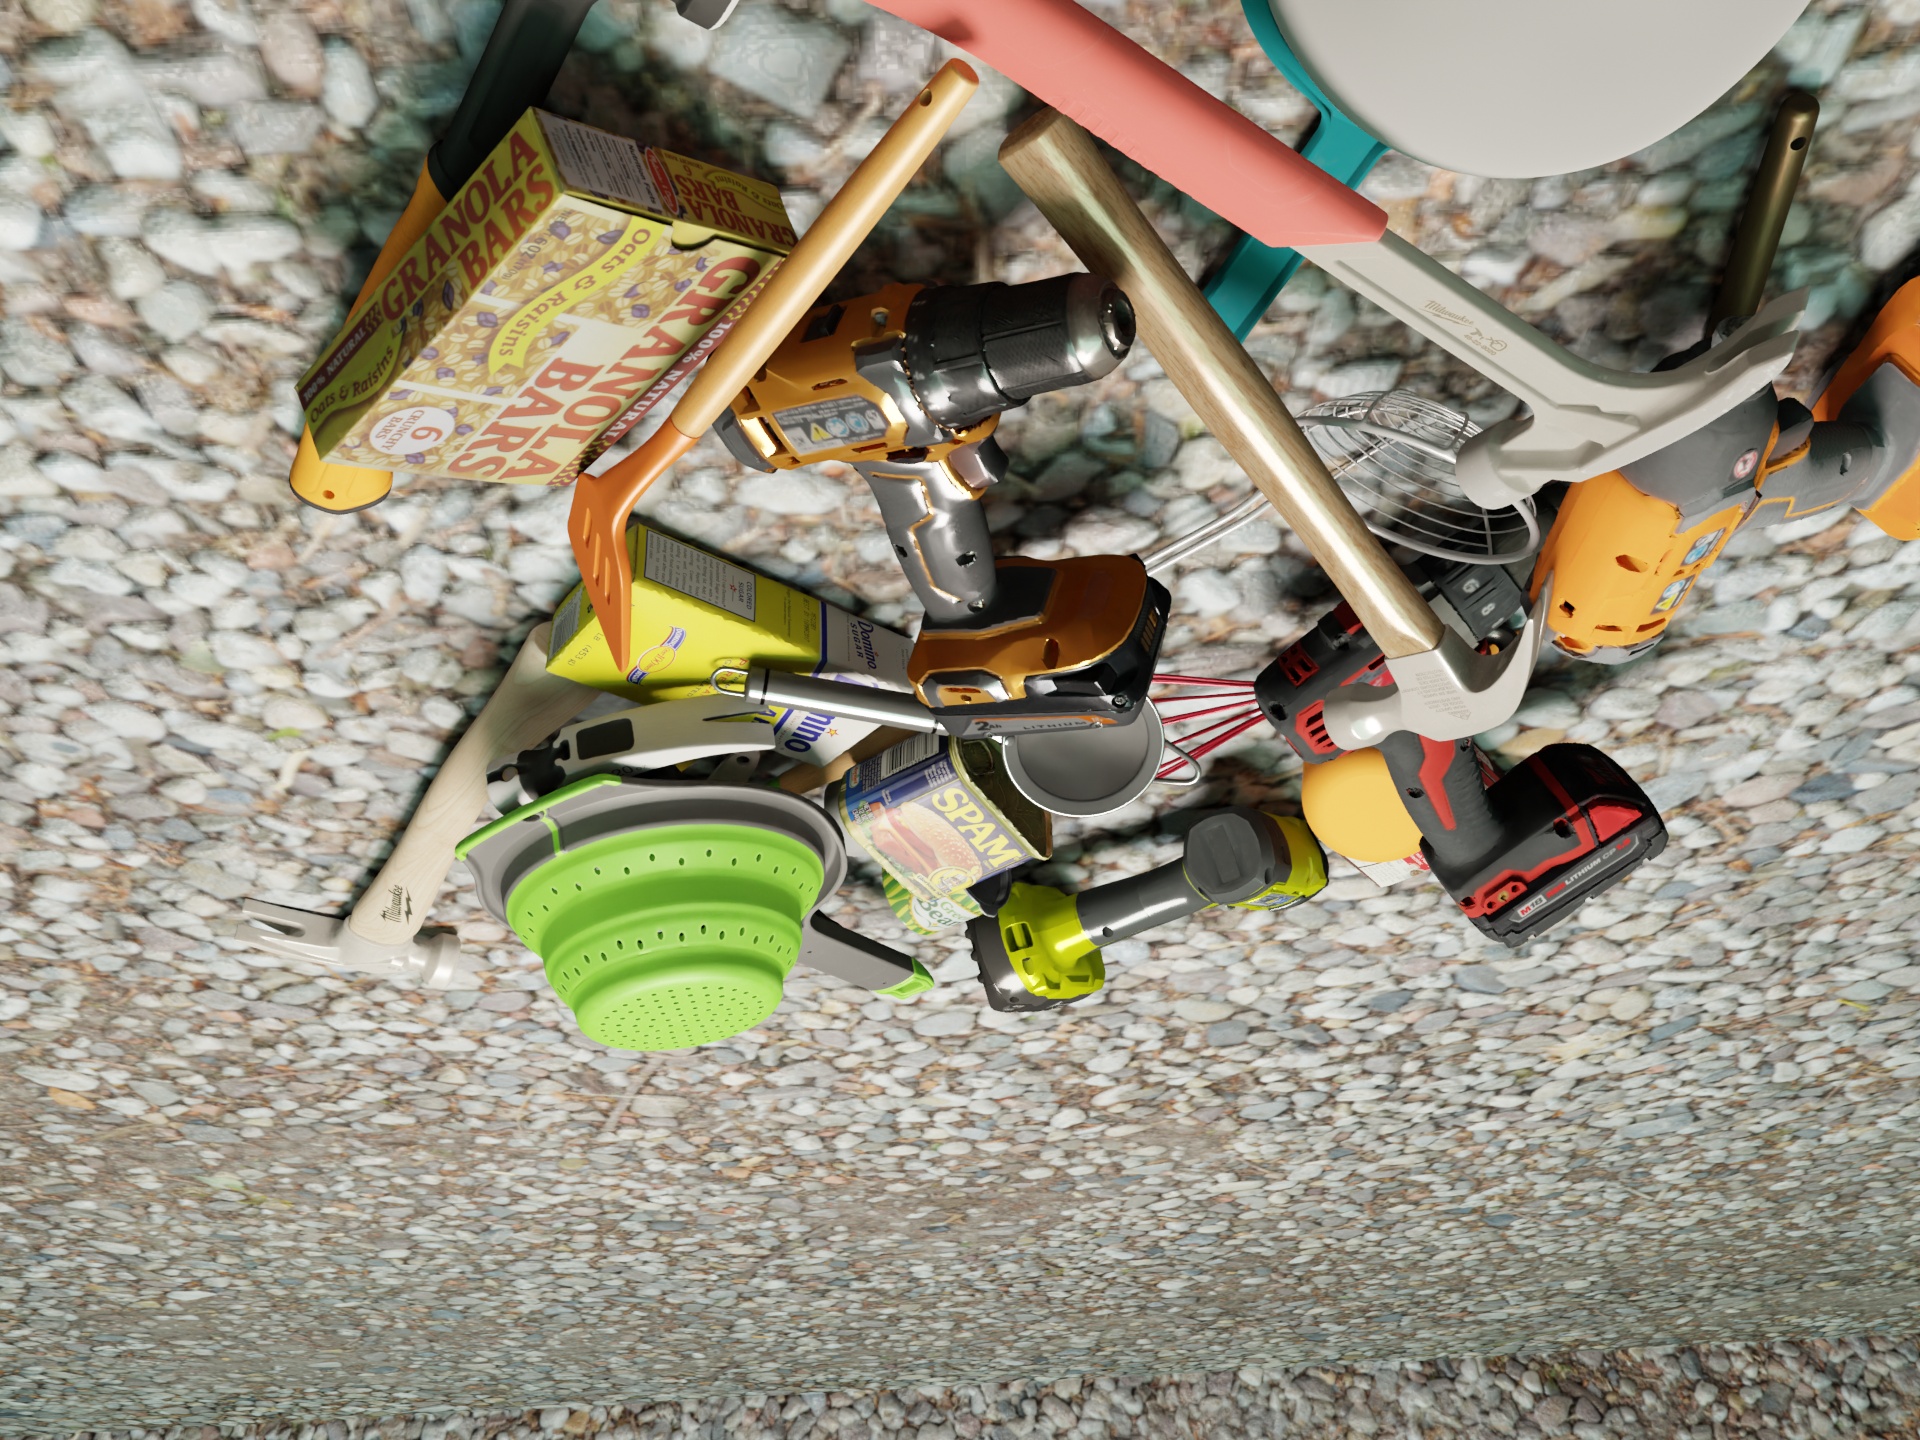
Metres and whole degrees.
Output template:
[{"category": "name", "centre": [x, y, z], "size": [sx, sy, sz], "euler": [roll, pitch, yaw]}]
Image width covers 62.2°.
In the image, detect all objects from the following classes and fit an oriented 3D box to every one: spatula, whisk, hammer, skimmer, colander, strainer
[{"category": "spatula", "centre": [-0.088, -0.132, 0.626], "size": [0.041, 0.081, 0.322], "euler": [-4, 153, -45]}, {"category": "whisk", "centre": [0.168, -0.011, 0.896], "size": [0.296, 0.073, 0.073], "euler": [-13, 145, 4]}, {"category": "hammer", "centre": [-0.210, -0.191, 0.615], "size": [0.127, 0.034, 0.336], "euler": [17, 141, -28]}, {"category": "skimmer", "centre": [0.101, -0.056, 0.791], "size": [0.363, 0.090, 0.127], "euler": [-27, 140, 30]}, {"category": "hammer", "centre": [-0.325, 0.059, 0.973], "size": [0.146, 0.038, 0.410], "euler": [18, 140, -26]}, {"category": "hammer", "centre": [0.100, -0.190, 0.539], "size": [0.359, 0.037, 0.149], "euler": [29, 158, -13]}, {"category": "hammer", "centre": [0.131, -0.112, 0.657], "size": [0.130, 0.031, 0.331], "euler": [-15, 126, 48]}, {"category": "colander", "centre": [-0.118, 0.149, 0.940], "size": [0.204, 0.095, 0.396], "euler": [-25, 149, 20]}, {"category": "strainer", "centre": [0.171, -0.217, 0.556], "size": [0.211, 0.095, 0.340], "euler": [12, 142, -22]}, {"category": "hammer", "centre": [-0.132, 0.079, 0.945], "size": [0.146, 0.035, 0.334], "euler": [-18, 151, 7]}, {"category": "strainer", "centre": [-0.001, -0.003, 0.831], "size": [0.258, 0.050, 0.086], "euler": [10, 113, -10]}]

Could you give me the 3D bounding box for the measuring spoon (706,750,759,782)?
[{"category": "measuring spoon", "centre": [-0.159, 0.048, 0.995], "size": [0.034, 0.018, 0.124], "euler": [26, 130, -24]}]

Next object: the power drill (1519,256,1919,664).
[{"category": "power drill", "centre": [0.353, -0.121, 0.660], "size": [0.226, 0.084, 0.164], "euler": [-21, 148, -16]}]

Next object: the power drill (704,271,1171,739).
[{"category": "power drill", "centre": [0.019, -0.093, 0.690], "size": [0.185, 0.084, 0.226], "euler": [-5, 137, 32]}]

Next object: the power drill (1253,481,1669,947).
[{"category": "power drill", "centre": [0.287, -0.003, 0.847], "size": [0.188, 0.080, 0.226], "euler": [-39, 118, 14]}]

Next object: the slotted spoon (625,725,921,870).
[{"category": "slotted spoon", "centre": [-0.081, 0.030, 0.945], "size": [0.314, 0.031, 0.070], "euler": [-24, 146, 19]}]

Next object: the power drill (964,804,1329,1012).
[{"category": "power drill", "centre": [0.130, 0.124, 1.059], "size": [0.223, 0.080, 0.171], "euler": [-24, 161, 24]}]

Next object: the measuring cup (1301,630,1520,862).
[{"category": "measuring cup", "centre": [0.270, 0.017, 0.930], "size": [0.095, 0.052, 0.173], "euler": [34, 127, -7]}]

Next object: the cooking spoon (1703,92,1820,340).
[{"category": "cooking spoon", "centre": [0.346, -0.151, 0.738], "size": [0.069, 0.017, 0.318], "euler": [-8, 146, 6]}]

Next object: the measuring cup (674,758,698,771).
[{"category": "measuring cup", "centre": [-0.181, 0.021, 0.942], "size": [0.156, 0.029, 0.062], "euler": [-35, 163, 19]}]
